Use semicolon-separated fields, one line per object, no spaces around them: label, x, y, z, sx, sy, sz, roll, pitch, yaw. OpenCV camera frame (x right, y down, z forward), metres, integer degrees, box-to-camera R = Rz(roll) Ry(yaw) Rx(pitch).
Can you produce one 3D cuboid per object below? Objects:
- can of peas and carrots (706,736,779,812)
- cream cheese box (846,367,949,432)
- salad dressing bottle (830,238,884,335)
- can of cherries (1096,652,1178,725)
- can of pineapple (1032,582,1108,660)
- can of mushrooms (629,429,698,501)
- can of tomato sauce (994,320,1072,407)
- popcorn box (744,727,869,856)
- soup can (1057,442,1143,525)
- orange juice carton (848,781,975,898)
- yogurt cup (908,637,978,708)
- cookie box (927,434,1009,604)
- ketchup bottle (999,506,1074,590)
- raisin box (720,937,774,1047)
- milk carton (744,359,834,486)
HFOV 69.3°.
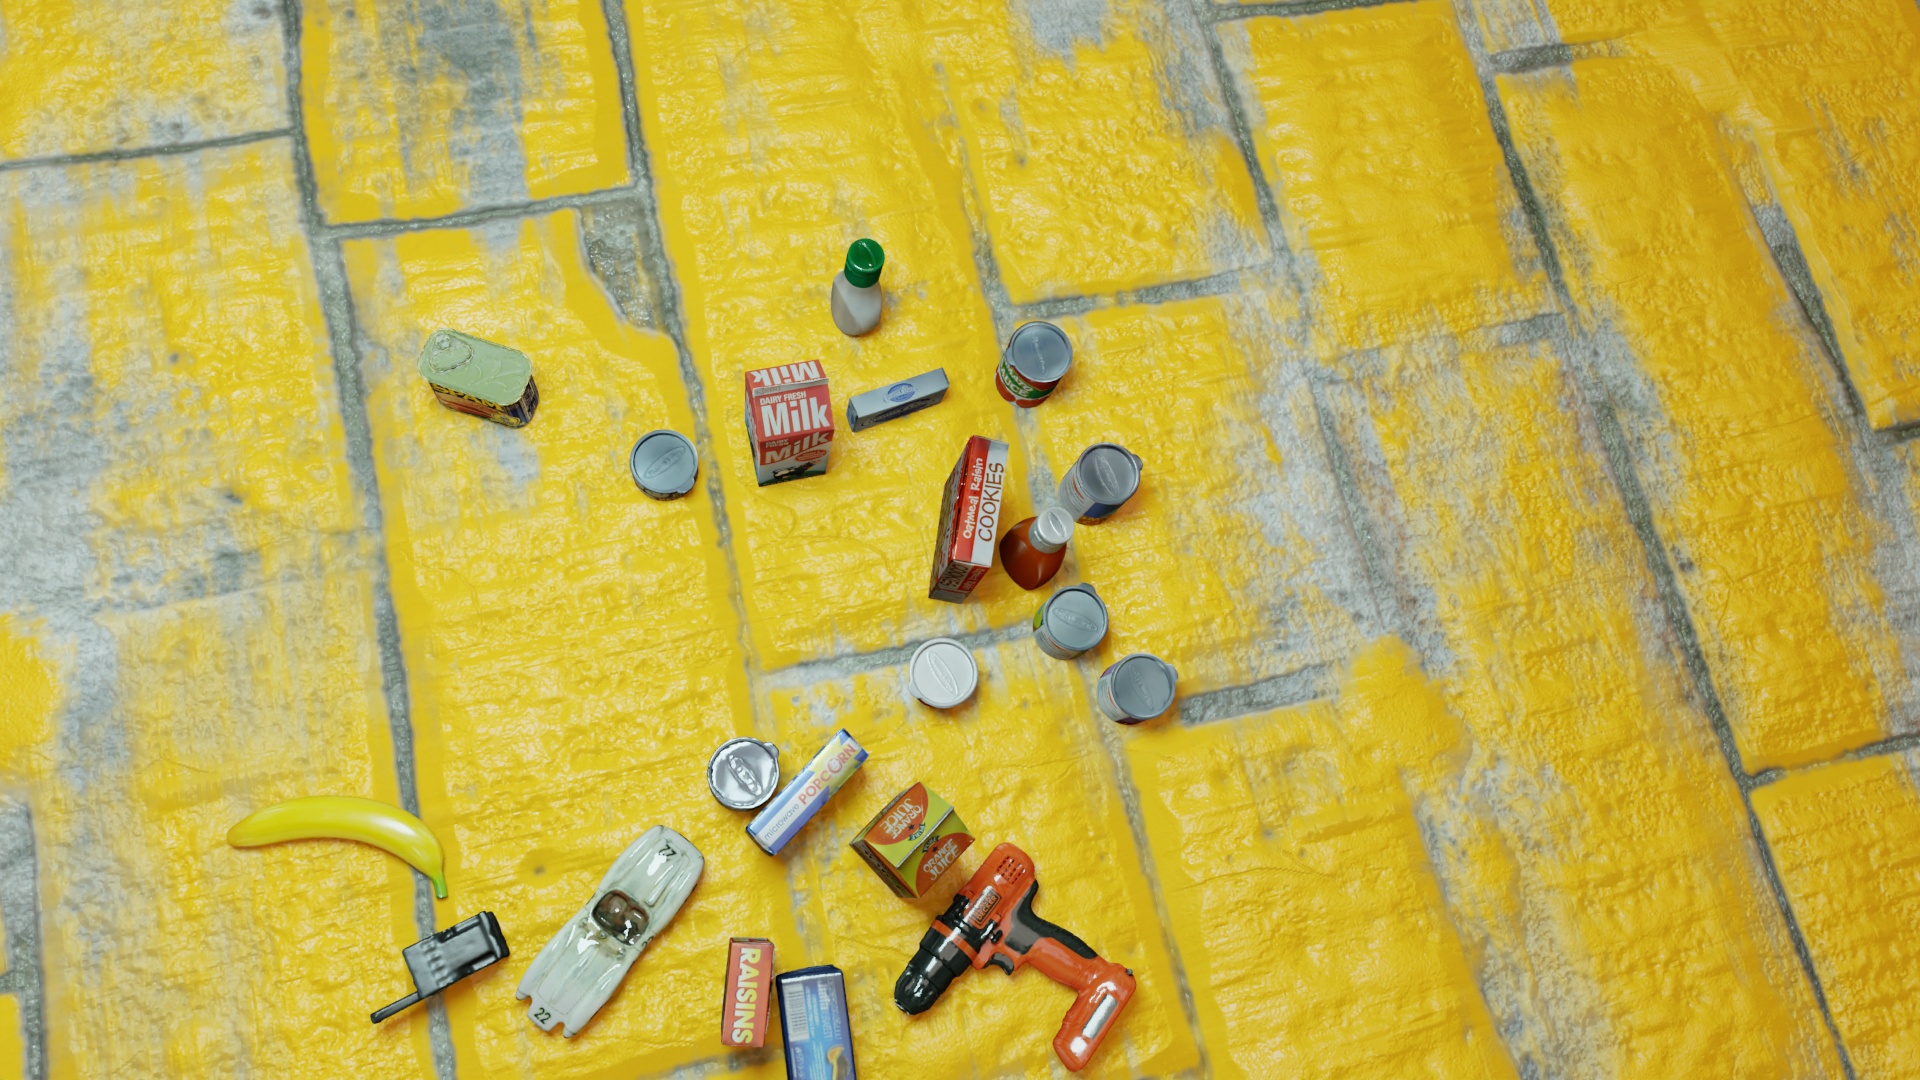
can of peas and carrots;-0.202;0.218;1.302;0.071;0.058;0.071;2;75;-9
cream cheese box;-0.065;-0.144;1.425;0.104;0.053;0.024;-20;80;-14
salad dressing bottle;-0.102;-0.255;1.400;0.044;0.147;0.064;-27;82;-15
can of cherries;0.177;0.148;1.386;0.071;0.058;0.071;2;75;-9
can of pineapple;0.111;0.082;1.393;0.071;0.057;0.071;2;75;-9
can of mushrooms;-0.292;-0.072;1.378;0.071;0.033;0.071;2;75;-9
can of tomato sauce;0.073;-0.181;1.444;0.071;0.083;0.071;2;75;-9
popcorn box;-0.144;0.236;1.294;0.038;0.085;0.127;43;73;3
soup can;0.143;-0.058;1.422;0.071;0.083;0.071;2;75;-9
orange juice carton;-0.044;0.270;1.246;0.072;0.192;0.073;-43;86;-17
yogurt cup;-0.020;0.133;1.359;0.072;0.053;0.072;2;75;-9
cookie box;0.005;-0.017;1.344;0.040;0.167;0.123;10;74;-7
ketchup bottle;0.076;0.004;1.360;0.043;0.148;0.065;-29;82;-15
raisin box;-0.188;0.396;1.223;0.040;0.123;0.086;6;75;-8
milk carton;-0.165;-0.117;1.329;0.072;0.190;0.073;-11;78;-12
